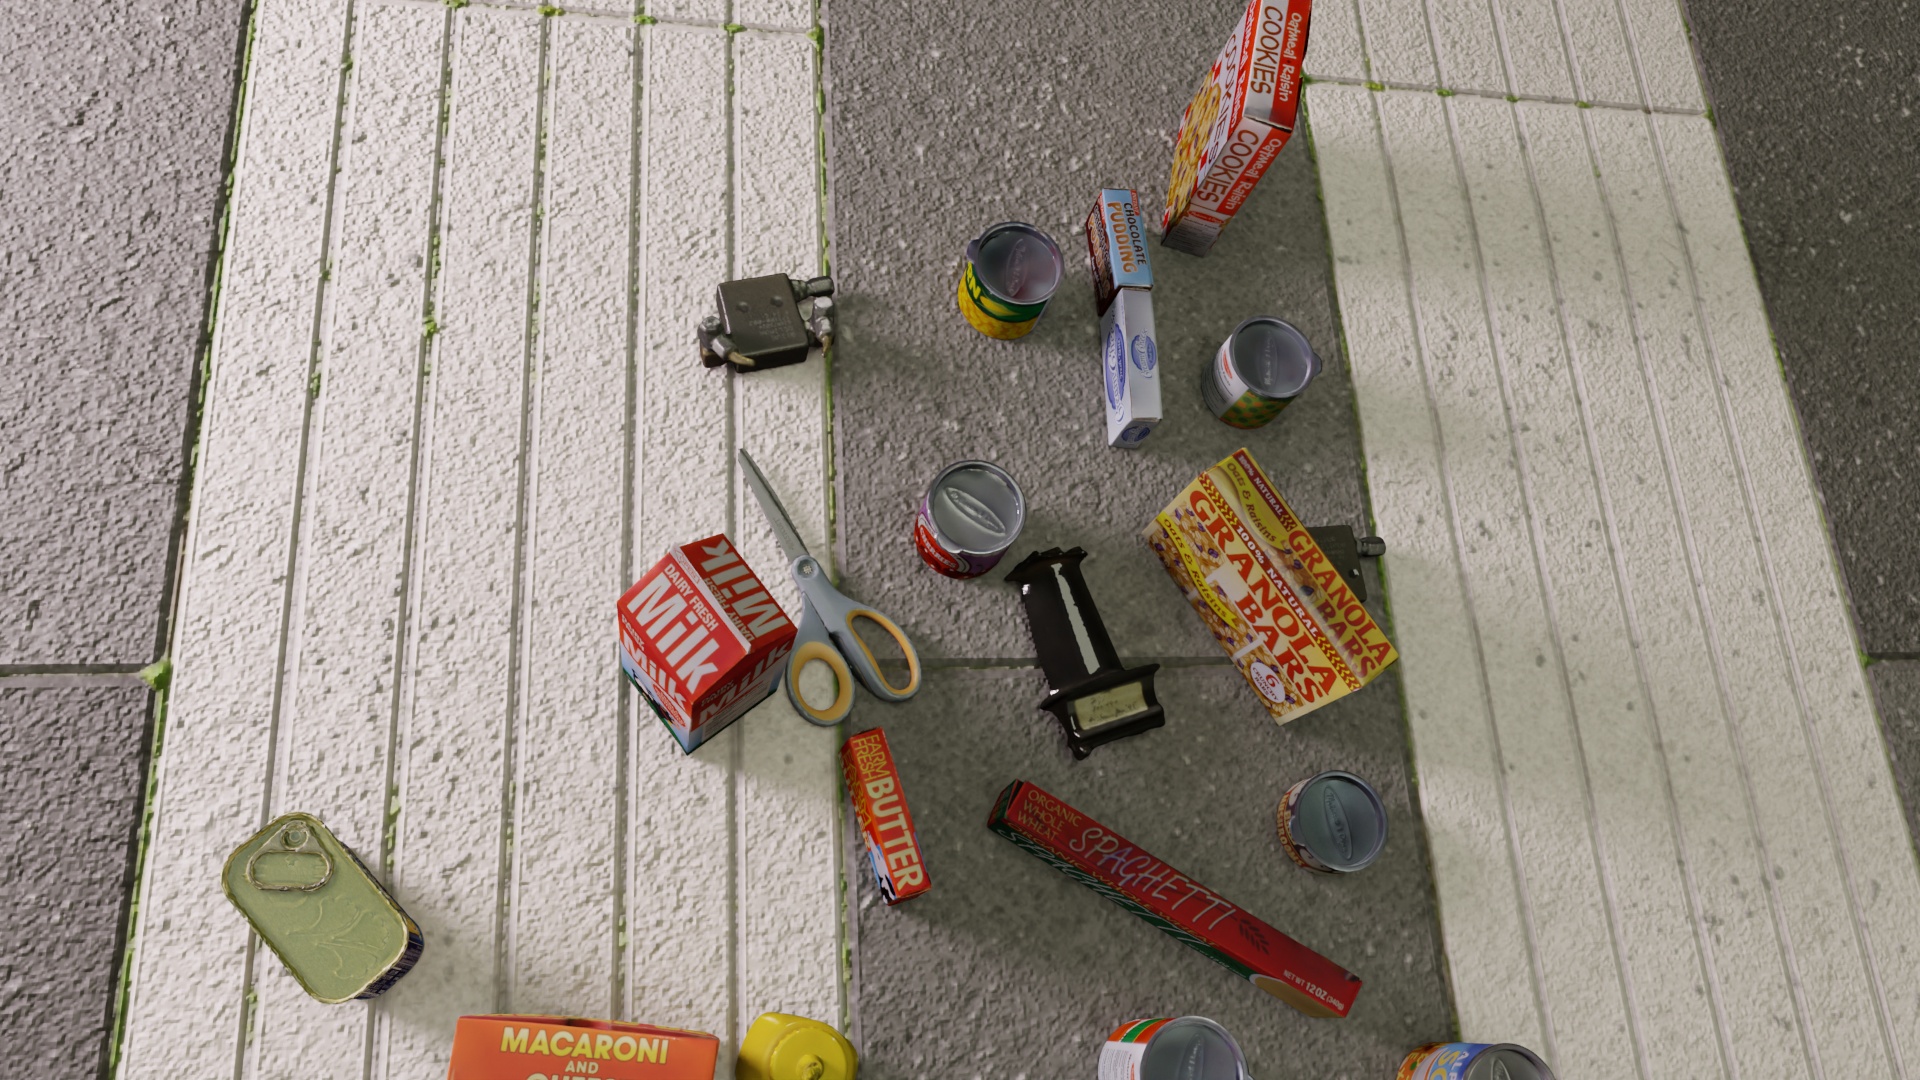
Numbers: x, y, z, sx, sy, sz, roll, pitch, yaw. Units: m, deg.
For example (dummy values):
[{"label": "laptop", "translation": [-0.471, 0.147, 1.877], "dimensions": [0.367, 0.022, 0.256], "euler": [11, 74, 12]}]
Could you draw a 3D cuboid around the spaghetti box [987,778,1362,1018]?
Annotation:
[{"label": "spaghetti box", "translation": [0.132, 0.227, 0.877], "dimensions": [0.250, 0.050, 0.029], "euler": [31, 67, -1]}]

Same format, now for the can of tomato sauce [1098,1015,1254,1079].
[{"label": "can of tomato sauce", "translation": [0.127, 0.318, 0.826], "dimensions": [0.071, 0.082, 0.071], "euler": [4, 70, -11]}]

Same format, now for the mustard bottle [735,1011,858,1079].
[{"label": "mustard bottle", "translation": [-0.084, 0.284, 0.749], "dimensions": [0.065, 0.159, 0.049], "euler": [24, 68, -4]}]

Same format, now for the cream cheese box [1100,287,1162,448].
[{"label": "cream cheese box", "translation": [0.122, -0.123, 0.999], "dimensions": [0.024, 0.053, 0.104], "euler": [2, 70, -12]}]

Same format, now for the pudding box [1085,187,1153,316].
[{"label": "pudding box", "translation": [0.118, -0.213, 1.033], "dimensions": [0.030, 0.049, 0.084], "euler": [-1, 71, -13]}]

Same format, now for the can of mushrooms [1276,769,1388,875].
[{"label": "can of mushrooms", "translation": [0.245, 0.189, 0.926], "dimensions": [0.071, 0.033, 0.071], "euler": [4, 70, -11]}]

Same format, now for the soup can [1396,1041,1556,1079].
[{"label": "soup can", "translation": [0.316, 0.345, 0.858], "dimensions": [0.071, 0.083, 0.071], "euler": [4, 70, -11]}]

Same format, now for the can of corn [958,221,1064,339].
[{"label": "can of corn", "translation": [0.033, -0.187, 0.999], "dimensions": [0.071, 0.058, 0.071], "euler": [4, 70, -11]}]

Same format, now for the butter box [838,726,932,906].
[{"label": "butter box", "translation": [-0.047, 0.170, 0.856], "dimensions": [0.024, 0.053, 0.103], "euler": [-14, 75, -17]}]

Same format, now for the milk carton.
[{"label": "milk carton", "translation": [-0.147, 0.058, 0.799], "dimensions": [0.074, 0.189, 0.072], "euler": [-36, 82, -21]}]

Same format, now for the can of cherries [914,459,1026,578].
[{"label": "can of cherries", "translation": [0.003, -0.012, 0.929], "dimensions": [0.071, 0.058, 0.071], "euler": [4, 70, -11]}]

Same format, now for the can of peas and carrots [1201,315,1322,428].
[{"label": "can of peas and carrots", "translation": [0.219, -0.122, 1.018], "dimensions": [0.071, 0.058, 0.071], "euler": [4, 70, -11]}]

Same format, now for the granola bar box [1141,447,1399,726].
[{"label": "granola bar box", "translation": [0.201, 0.033, 0.922], "dimensions": [0.039, 0.123, 0.165], "euler": [-31, 80, -20]}]

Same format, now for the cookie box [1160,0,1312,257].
[{"label": "cookie box", "translation": [0.201, -0.305, 1.021], "dimensions": [0.040, 0.166, 0.123], "euler": [15, 68, -7]}]

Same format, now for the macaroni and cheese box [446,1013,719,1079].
[{"label": "macaroni and cheese box", "translation": [-0.193, 0.271, 0.725], "dimensions": [0.124, 0.166, 0.040], "euler": [8, 70, -10]}]
